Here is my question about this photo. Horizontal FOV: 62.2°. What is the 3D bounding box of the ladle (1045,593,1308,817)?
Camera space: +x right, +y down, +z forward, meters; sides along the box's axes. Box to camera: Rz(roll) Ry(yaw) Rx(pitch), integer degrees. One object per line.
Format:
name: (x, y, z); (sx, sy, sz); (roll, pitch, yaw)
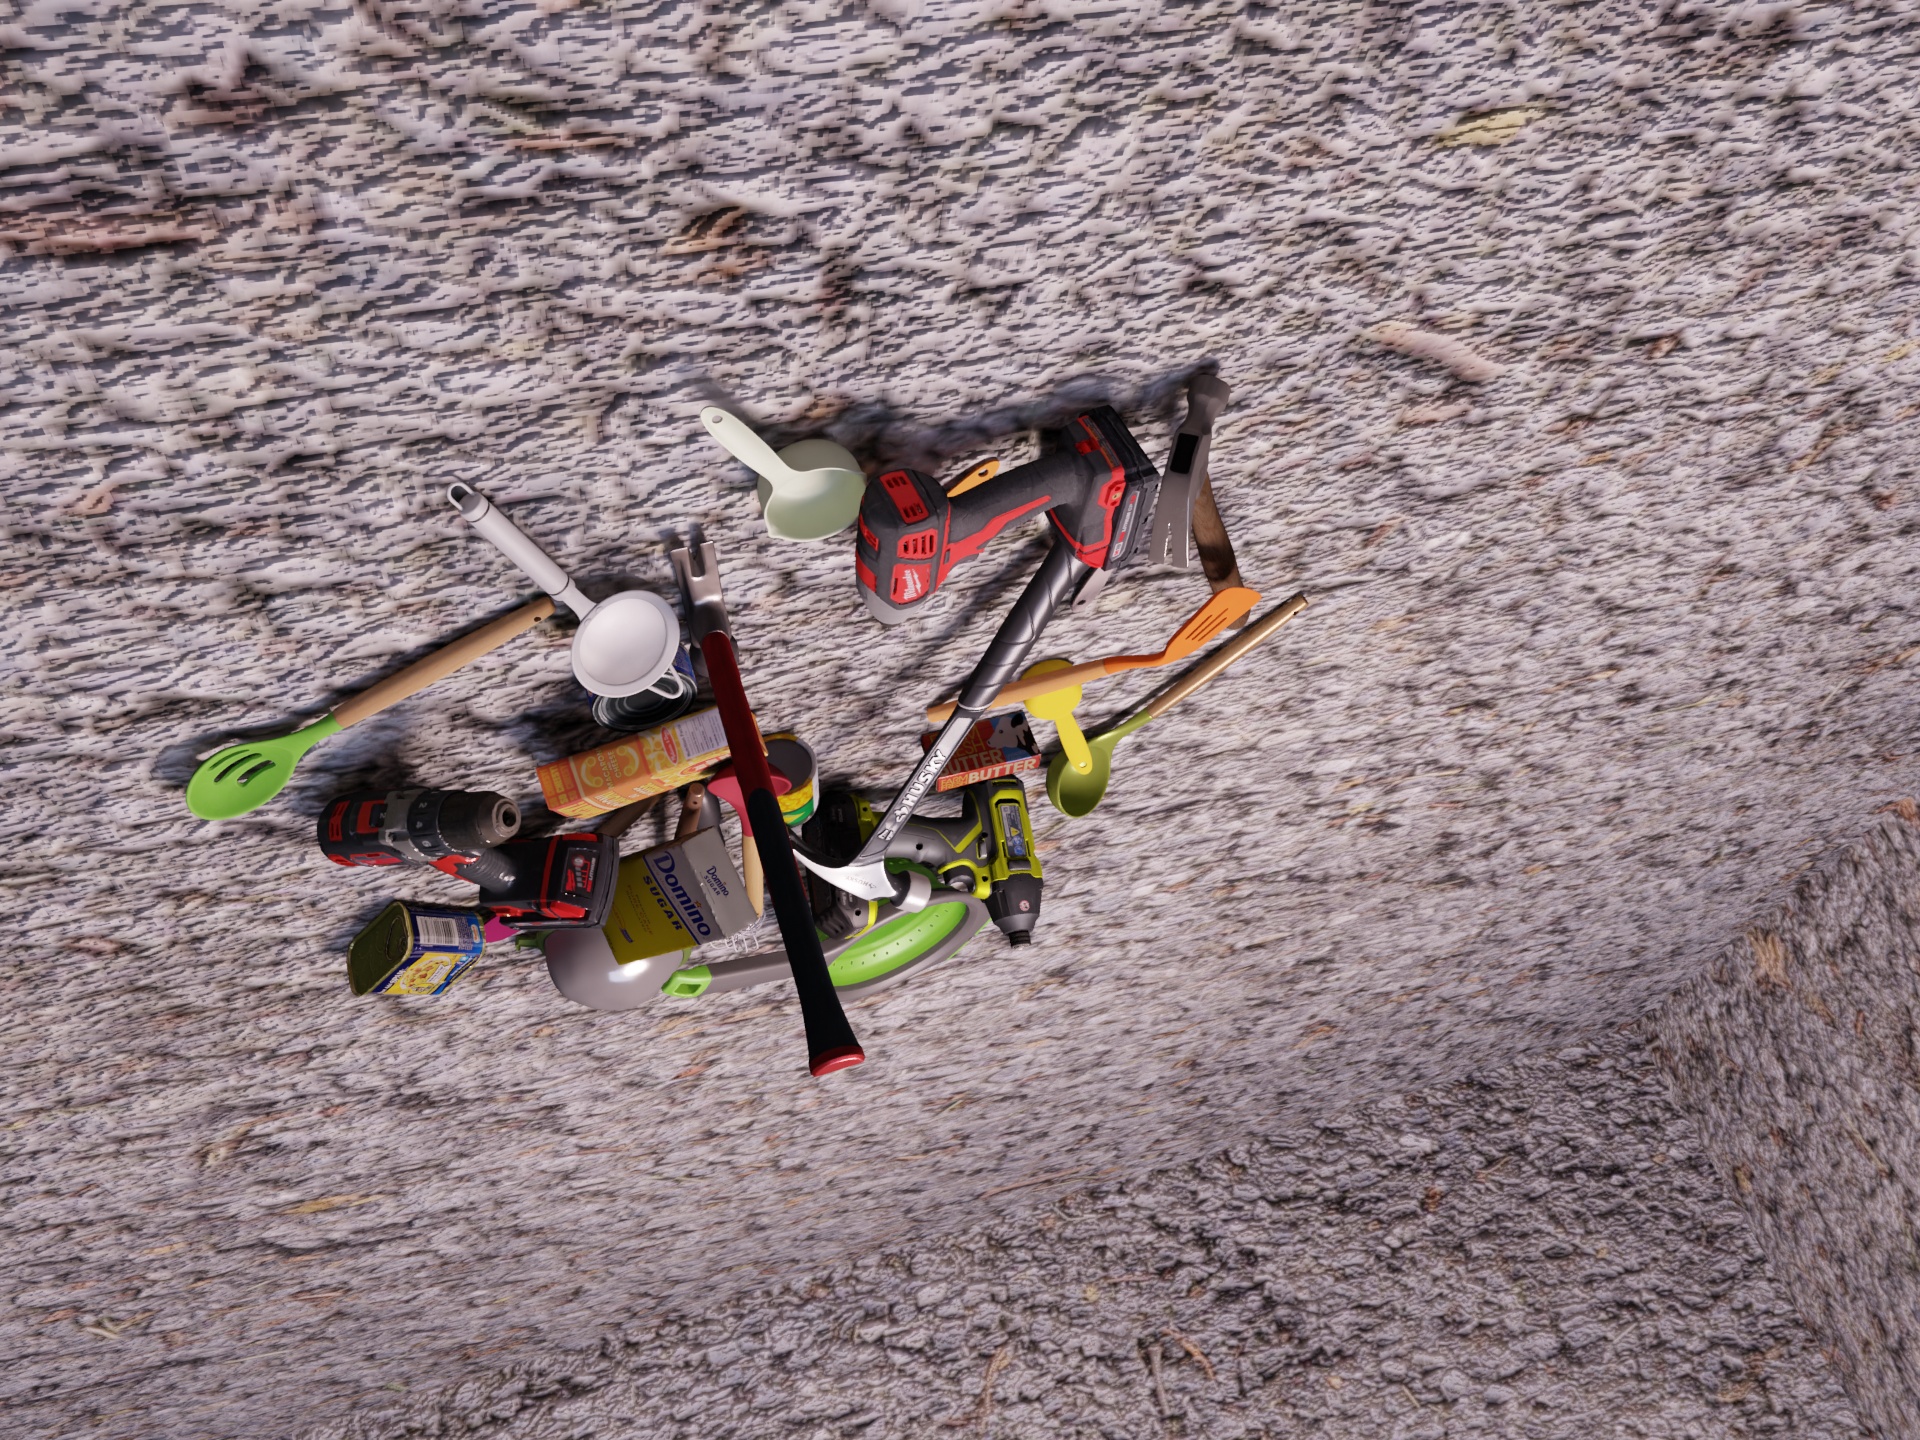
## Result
ladle: (0.209, -0.013, 1.541); (0.320, 0.062, 0.078); (-38, 142, 22)

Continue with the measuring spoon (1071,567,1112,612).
measuring spoon: (0.115, -0.129, 1.337); (0.034, 0.018, 0.124); (-10, 155, -23)

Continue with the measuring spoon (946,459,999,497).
measuring spoon: (-0.017, -0.162, 1.201); (0.117, 0.011, 0.021); (-37, 147, 19)

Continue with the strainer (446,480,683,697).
strainer: (-0.277, -0.092, 1.119); (0.087, 0.050, 0.258); (-47, 143, -6)

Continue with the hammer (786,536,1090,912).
hammer: (-0.002, -0.004, 1.346); (0.149, 0.036, 0.408); (20, 117, -27)

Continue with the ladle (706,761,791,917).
ladle: (-0.184, 0.109, 1.411); (0.069, 0.031, 0.315); (0, 150, -6)

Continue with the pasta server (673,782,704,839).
pasta server: (-0.262, 0.137, 1.469); (0.060, 0.040, 0.316); (8, 151, -13)

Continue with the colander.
colander: (-0.142, 0.204, 1.594); (0.397, 0.095, 0.204); (-3, 144, -46)

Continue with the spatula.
spatula: (0.104, -0.050, 1.365); (0.322, 0.041, 0.081); (-16, 171, 31)

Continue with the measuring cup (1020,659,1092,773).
measuring cup: (0.100, 0.007, 1.486); (0.062, 0.029, 0.156); (-23, 133, 4)

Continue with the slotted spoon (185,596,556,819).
slotted spoon: (-0.431, -0.013, 1.163); (0.314, 0.031, 0.070); (-28, 150, 7)

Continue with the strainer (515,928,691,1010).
strainer: (-0.301, 0.226, 1.522); (0.256, 0.069, 0.151); (-24, 141, 34)

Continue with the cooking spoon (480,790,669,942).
cooking spoon: (-0.344, 0.123, 1.448); (0.319, 0.017, 0.068); (-38, 158, 28)

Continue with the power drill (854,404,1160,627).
power drill: (0.026, -0.140, 1.161); (0.219, 0.079, 0.143); (-20, 151, -19)

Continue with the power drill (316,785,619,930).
power drill: (-0.375, 0.106, 1.287); (0.188, 0.080, 0.226); (-6, 158, 30)

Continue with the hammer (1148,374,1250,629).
hammer: (0.205, -0.144, 1.297); (0.031, 0.130, 0.331); (15, 167, 21)

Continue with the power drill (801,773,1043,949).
power drill: (-0.030, 0.141, 1.527); (0.223, 0.171, 0.080); (-1, 159, -24)

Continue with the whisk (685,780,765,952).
whisk: (-0.231, 0.140, 1.519); (0.070, 0.070, 0.284); (-16, 145, -10)

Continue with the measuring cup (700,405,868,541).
measuring cup: (-0.126, -0.179, 1.075); (0.083, 0.038, 0.167); (-31, 147, 16)

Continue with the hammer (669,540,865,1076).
hammer: (-0.137, 0.057, 1.098); (0.038, 0.387, 0.143); (-15, 150, -10)
